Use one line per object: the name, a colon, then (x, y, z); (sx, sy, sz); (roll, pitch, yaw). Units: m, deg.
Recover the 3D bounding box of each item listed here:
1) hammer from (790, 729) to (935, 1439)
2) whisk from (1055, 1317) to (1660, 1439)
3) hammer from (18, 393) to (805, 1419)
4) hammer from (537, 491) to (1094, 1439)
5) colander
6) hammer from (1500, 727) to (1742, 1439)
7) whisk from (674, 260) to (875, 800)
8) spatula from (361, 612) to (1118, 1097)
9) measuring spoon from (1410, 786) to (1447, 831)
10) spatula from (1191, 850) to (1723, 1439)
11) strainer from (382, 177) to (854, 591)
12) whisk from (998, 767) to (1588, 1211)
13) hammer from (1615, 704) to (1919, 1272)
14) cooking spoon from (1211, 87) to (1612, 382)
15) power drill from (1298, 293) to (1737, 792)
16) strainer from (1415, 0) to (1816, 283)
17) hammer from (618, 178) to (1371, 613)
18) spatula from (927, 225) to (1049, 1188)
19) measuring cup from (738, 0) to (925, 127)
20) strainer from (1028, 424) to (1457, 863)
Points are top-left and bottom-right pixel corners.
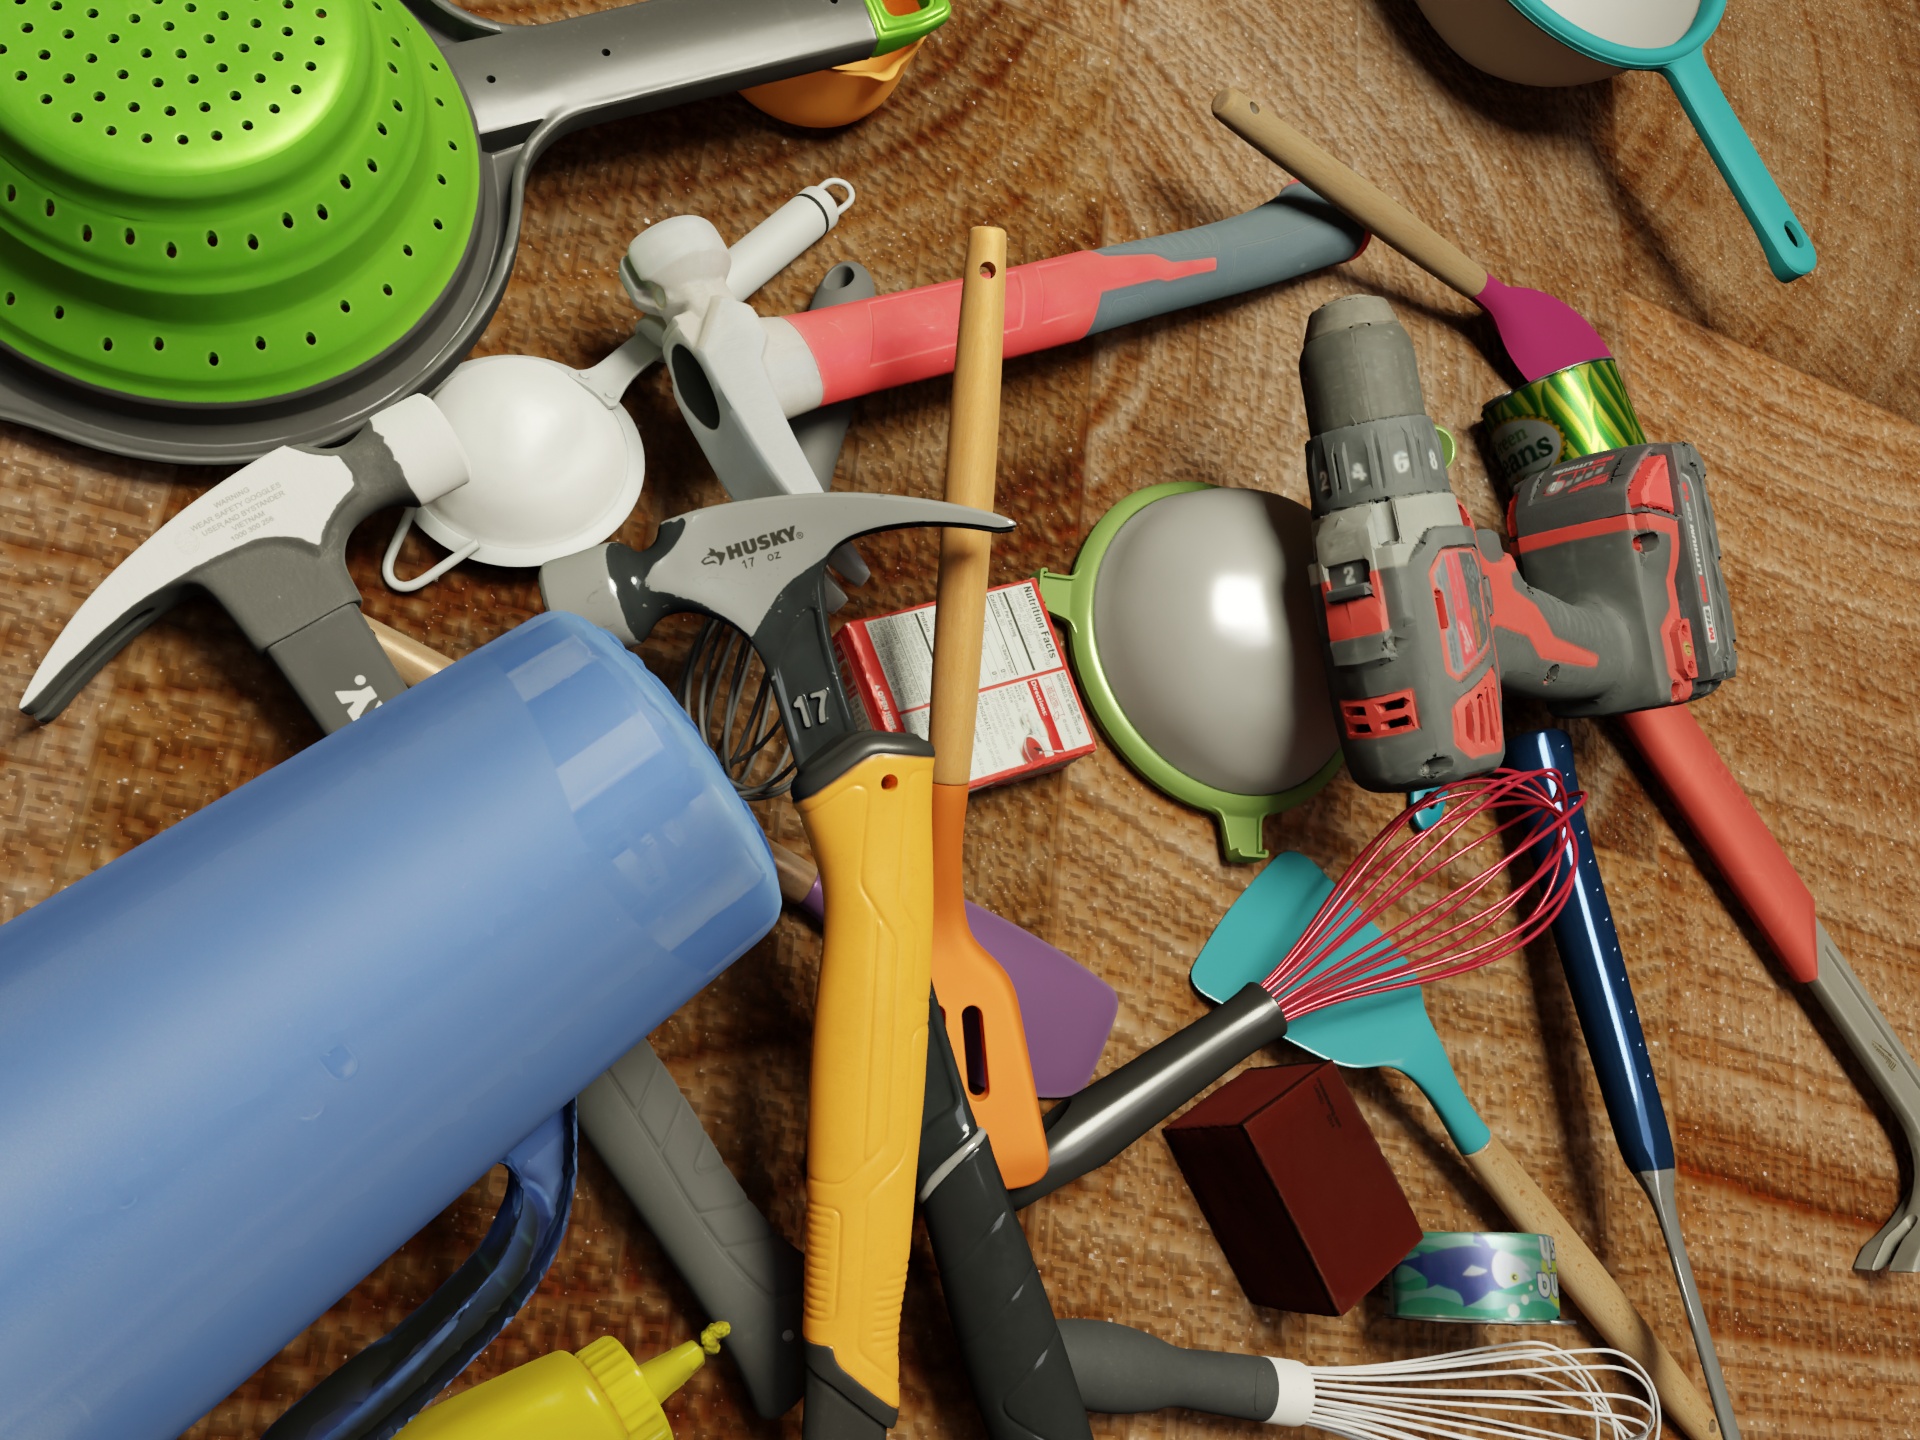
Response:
hammer: (-0.024, 0.171, 0.474); (0.127, 0.034, 0.337); (2, 90, -19)
whisk: (0.146, 0.251, 0.588); (0.284, 0.070, 0.070); (16, 68, -18)
hammer: (-0.141, 0.074, 0.495); (0.146, 0.035, 0.335); (-34, 95, -19)
hammer: (-0.004, 0.123, 0.515); (0.149, 0.036, 0.409); (-17, 93, 1)
colander: (-0.167, -0.219, 0.514); (0.397, 0.094, 0.204); (-24, 85, -22)
hammer: (0.286, 0.194, 0.648); (0.144, 0.035, 0.406); (27, 49, -54)
whisk: (-0.059, -0.078, 0.589); (0.055, 0.055, 0.239); (20, 62, -21)
spatula: (-0.076, 0.048, 0.555); (0.315, 0.018, 0.060); (32, 70, -16)
measuring spoon: (0.227, -0.008, 0.727); (0.042, 0.021, 0.129); (27, 63, -18)
spatula: (0.221, 0.192, 0.663); (0.317, 0.044, 0.082); (51, 59, -10)
strainer: (-0.116, -0.139, 0.584); (0.087, 0.050, 0.258); (37, 57, 4)
whisk: (0.131, 0.100, 0.607); (0.296, 0.073, 0.073); (-29, 89, -19)
hammer: (0.387, 0.083, 0.775); (0.149, 0.036, 0.359); (-37, 93, -31)
cooking spoon: (0.234, -0.222, 0.769); (0.318, 0.017, 0.069); (19, 66, -35)
power drill: (0.222, -0.075, 0.655); (0.226, 0.080, 0.188); (-8, 88, -40)
strainer: (0.338, -0.370, 0.861); (0.211, 0.095, 0.340); (-34, 94, -29)
hammer: (0.057, -0.162, 0.653); (0.386, 0.038, 0.143); (-24, 82, -38)
spatula: (-0.001, -0.002, 0.537); (0.081, 0.041, 0.322); (3, 98, -7)
measuring cup: (-0.094, -0.268, 0.631); (0.173, 0.052, 0.095); (-29, 89, -24)
strainer: (0.159, -0.069, 0.684); (0.256, 0.069, 0.151); (-41, 95, -30)
